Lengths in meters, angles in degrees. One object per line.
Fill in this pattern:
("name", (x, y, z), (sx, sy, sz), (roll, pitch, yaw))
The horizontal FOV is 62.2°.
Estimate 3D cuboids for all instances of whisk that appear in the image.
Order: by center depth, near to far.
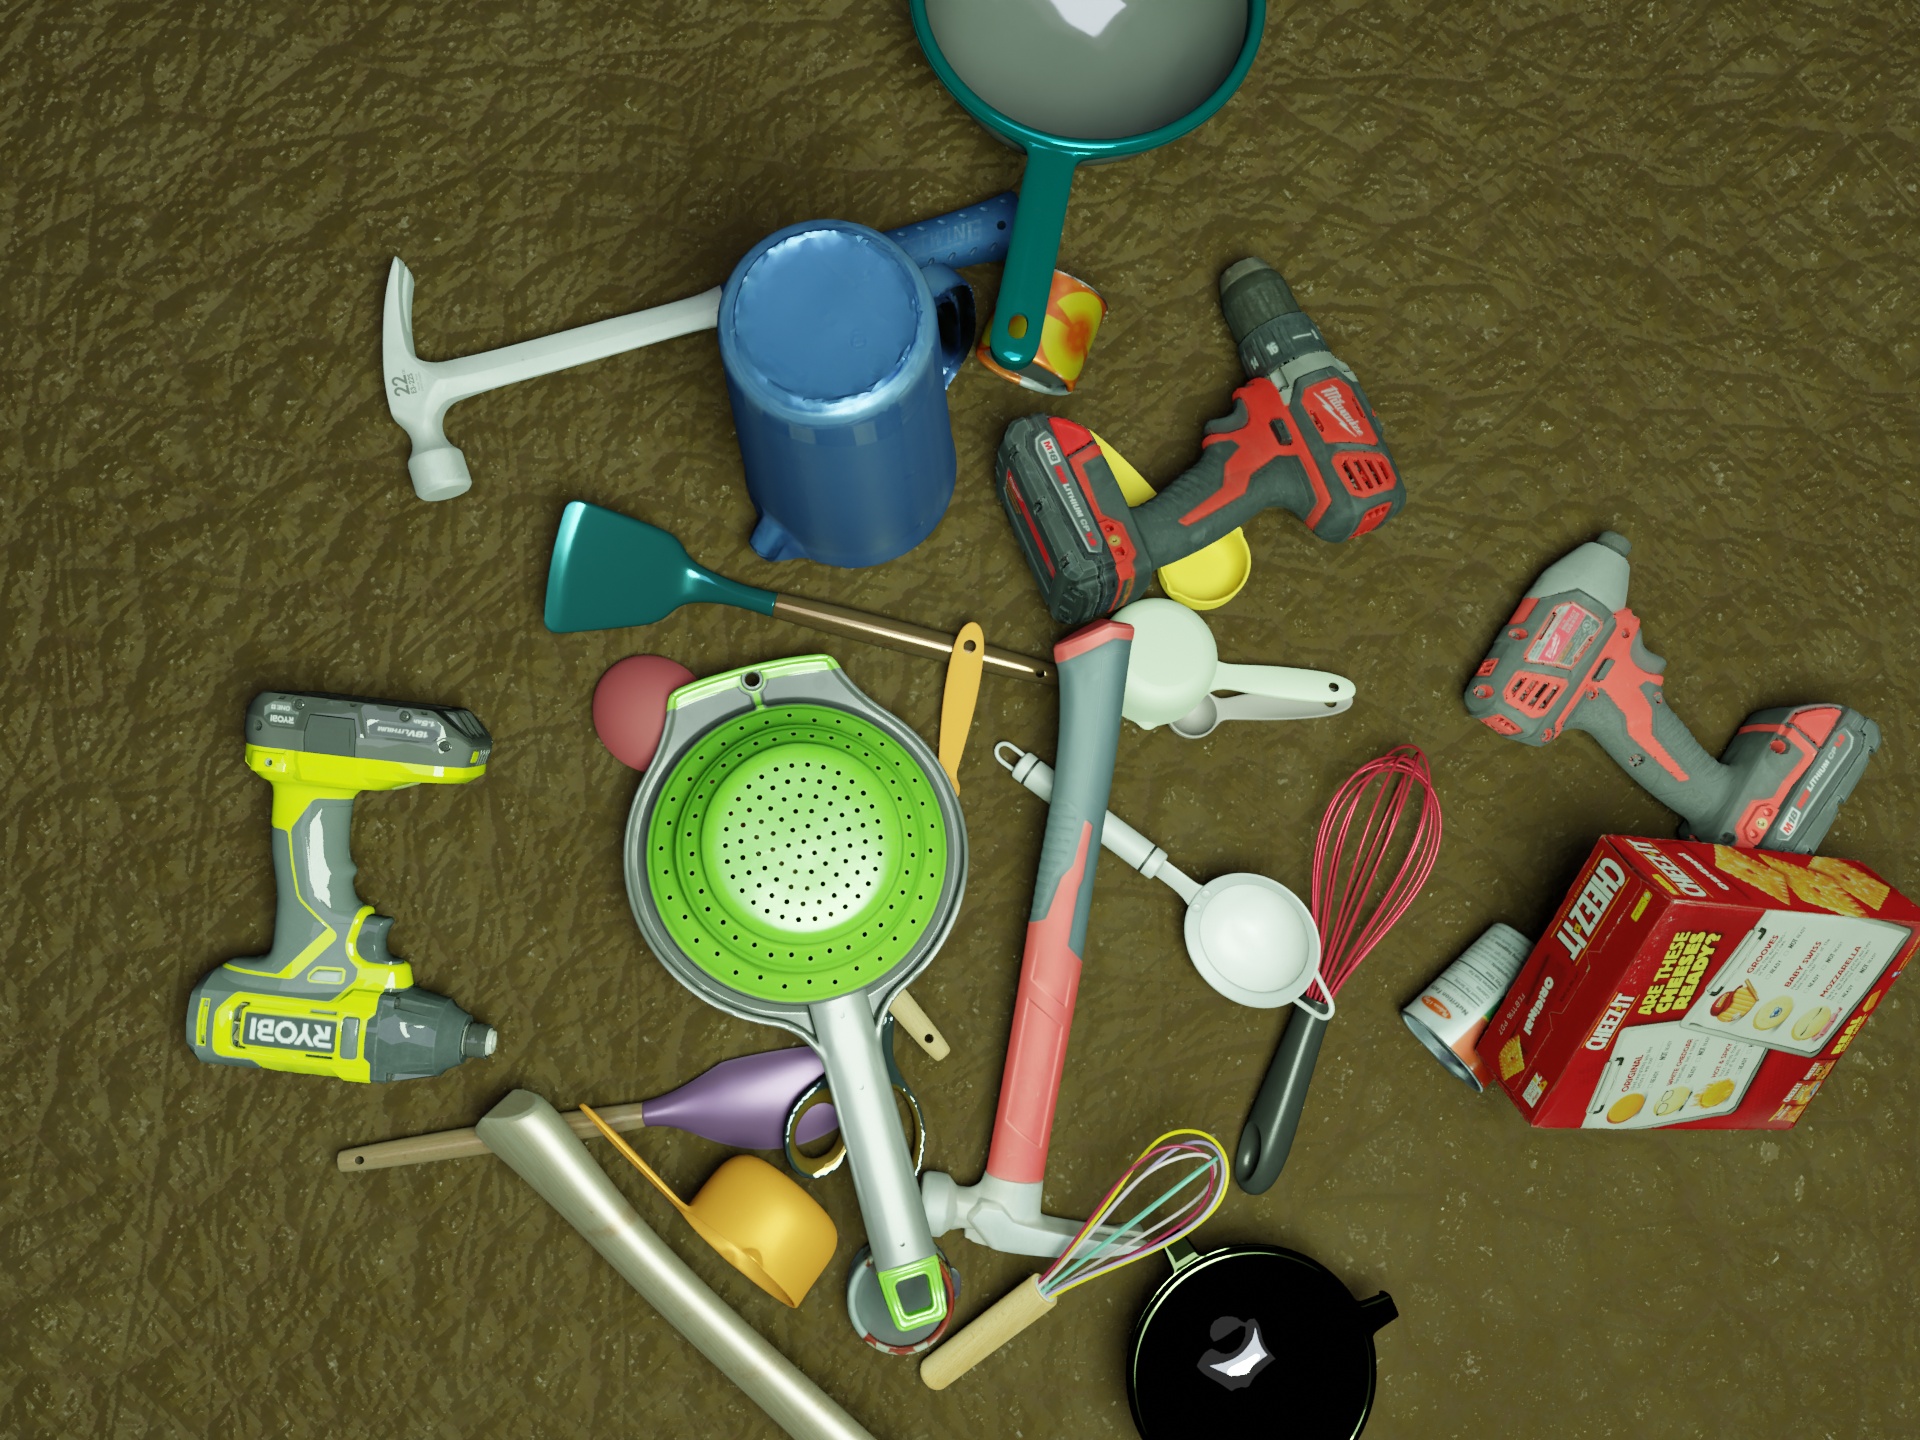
("whisk", (0.065, 0.322, 0.944), (0.245, 0.051, 0.047), (-43, 85, 18))
("whisk", (0.227, 0.154, 0.981), (0.073, 0.073, 0.296), (19, 92, -2))

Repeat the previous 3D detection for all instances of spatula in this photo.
("spatula", (-0.219, 0.247, 0.972), (0.316, 0.018, 0.060), (-7, 87, -4))
("spatula", (-0.090, -0.061, 0.977), (0.317, 0.044, 0.082), (13, 103, -4))

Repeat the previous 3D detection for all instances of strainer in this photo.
("strainer", (0.060, -0.359, 0.959), (0.211, 0.095, 0.340), (12, 80, -1))
("strainer", (0.153, 0.435, 0.960), (0.151, 0.069, 0.256), (18, 88, -5))
("strainer", (0.126, 0.090, 0.976), (0.258, 0.050, 0.086), (37, 120, 9))

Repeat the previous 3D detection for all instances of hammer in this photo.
("hammer", (-0.132, 0.377, 0.936), (0.410, 0.038, 0.146), (43, 127, 3))
("hammer", (0.072, 0.133, 0.953), (0.143, 0.038, 0.386), (9, 97, -4))
("hammer", (-0.157, -0.260, 0.984), (0.405, 0.035, 0.144), (-17, 89, -4))

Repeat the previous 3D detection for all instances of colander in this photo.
("colander", (-0.070, 0.151, 0.900), (0.204, 0.094, 0.397), (-15, 83, -10))

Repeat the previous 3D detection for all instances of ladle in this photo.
("ladle", (-0.113, 0.084, 0.969), (0.069, 0.031, 0.315), (-40, 88, -7))

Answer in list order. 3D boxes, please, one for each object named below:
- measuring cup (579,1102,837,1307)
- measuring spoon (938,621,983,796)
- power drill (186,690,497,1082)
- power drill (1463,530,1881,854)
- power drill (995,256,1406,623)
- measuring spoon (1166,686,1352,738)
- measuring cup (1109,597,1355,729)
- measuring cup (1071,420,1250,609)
("measuring cup", (-0.146, 0.269, 0.940), (0.173, 0.095, 0.052), (43, 65, 0))
("measuring spoon", (-0.002, -0.003, 0.983), (0.021, 0.011, 0.117), (8, 101, -8))
("power drill", (-0.353, 0.099, 0.943), (0.171, 0.080, 0.223), (7, 91, -2))
("power drill", (0.440, -0.012, 0.991), (0.219, 0.078, 0.143), (33, 87, 2))
("power drill", (0.136, -0.172, 0.963), (0.226, 0.080, 0.188), (-21, 76, -8))
("measuring spoon", (0.188, -0.007, 1.007), (0.124, 0.018, 0.034), (-4, 72, -10))
("measuring cup", (0.165, -0.033, 0.981), (0.167, 0.038, 0.083), (7, 71, -1))
("measuring cup", (0.117, -0.131, 1.005), (0.062, 0.029, 0.156), (-42, 79, -9))
